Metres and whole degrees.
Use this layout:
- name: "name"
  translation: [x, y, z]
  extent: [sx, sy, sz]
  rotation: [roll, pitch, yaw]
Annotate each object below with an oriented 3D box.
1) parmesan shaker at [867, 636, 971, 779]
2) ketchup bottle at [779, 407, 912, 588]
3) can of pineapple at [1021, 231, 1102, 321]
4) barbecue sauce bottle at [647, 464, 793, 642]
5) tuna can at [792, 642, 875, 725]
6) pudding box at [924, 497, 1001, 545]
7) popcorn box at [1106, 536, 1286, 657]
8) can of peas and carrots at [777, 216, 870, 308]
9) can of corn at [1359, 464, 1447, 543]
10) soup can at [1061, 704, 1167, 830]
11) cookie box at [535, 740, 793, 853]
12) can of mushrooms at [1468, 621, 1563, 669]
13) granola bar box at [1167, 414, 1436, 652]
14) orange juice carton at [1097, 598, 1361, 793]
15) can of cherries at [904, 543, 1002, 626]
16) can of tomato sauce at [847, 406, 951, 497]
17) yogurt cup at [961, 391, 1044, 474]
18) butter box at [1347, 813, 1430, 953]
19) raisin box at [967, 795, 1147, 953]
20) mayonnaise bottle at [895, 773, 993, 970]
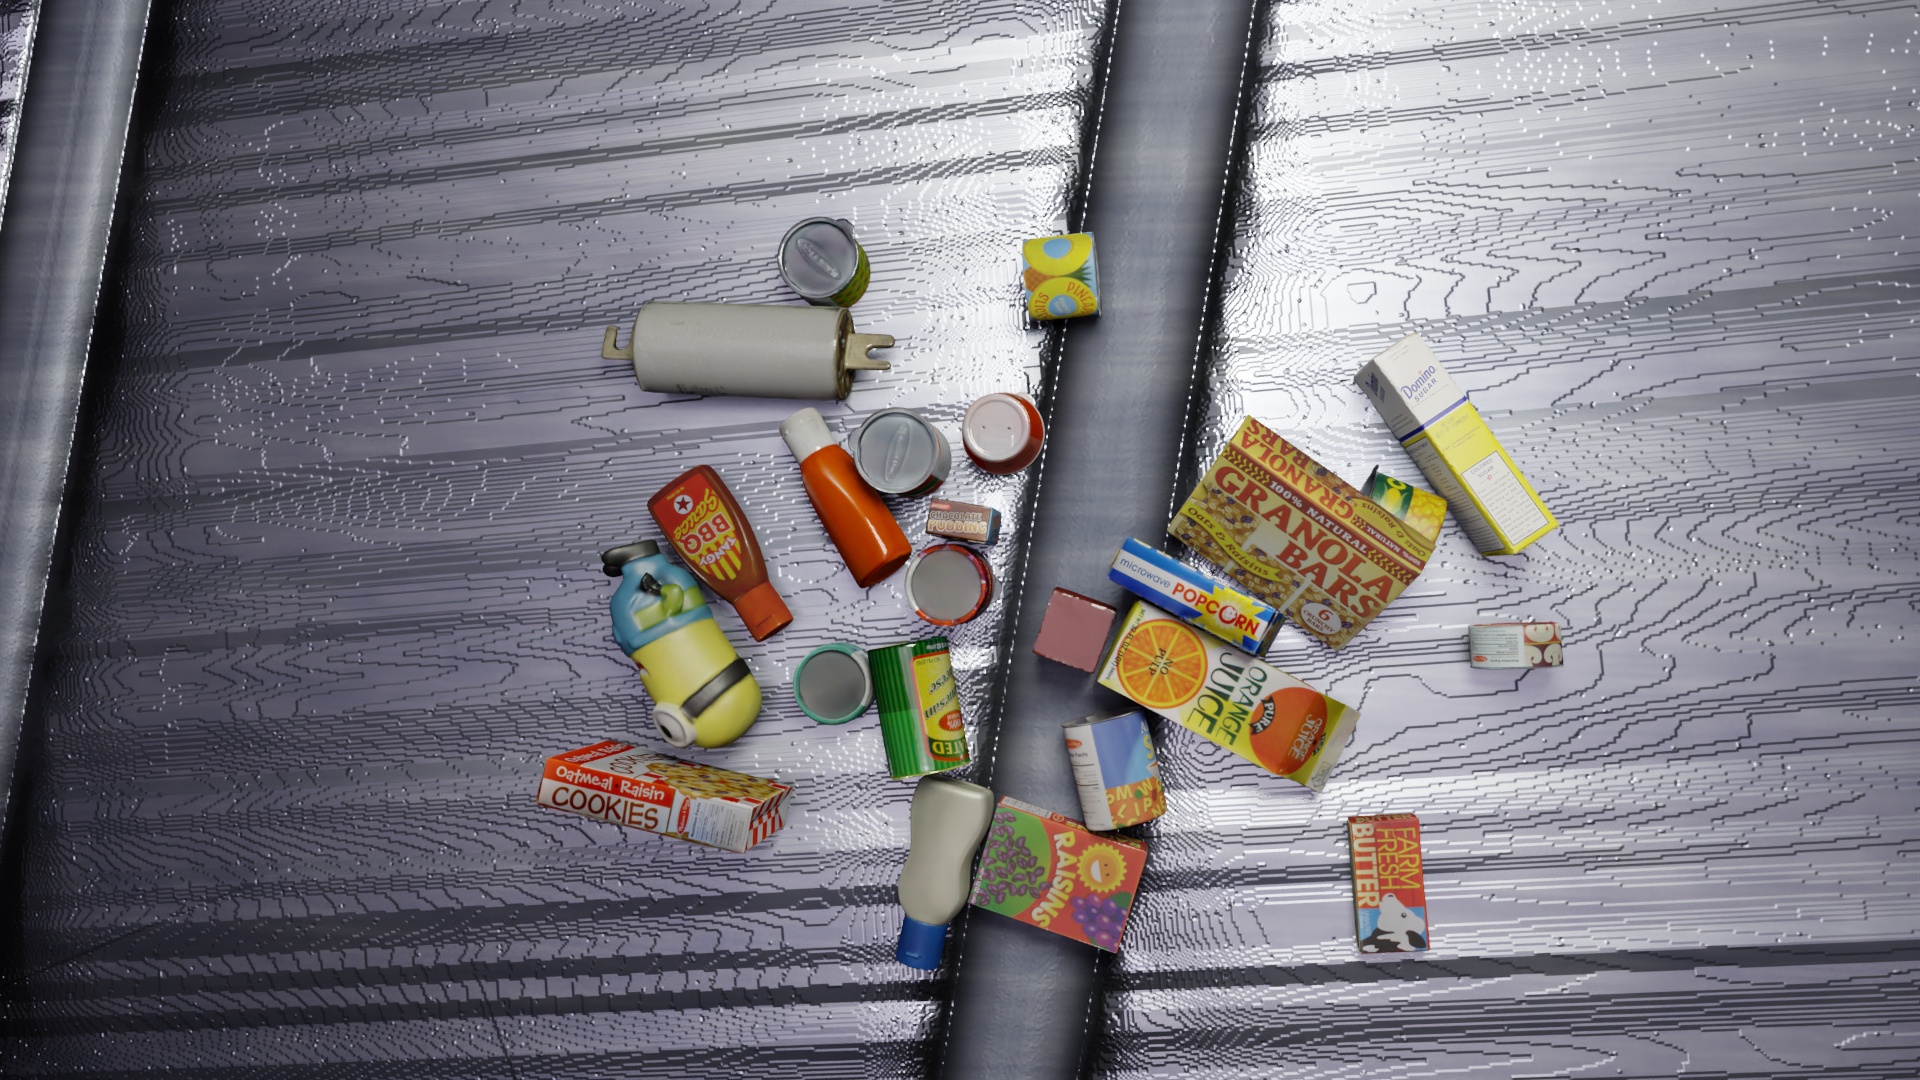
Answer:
- name: "parmesan shaker"
  translation: [-0.035, 0.132, 1.102]
  extent: [0.071, 0.071, 0.103]
  rotation: [-11, 87, 7]
- name: "ketchup bottle"
  translation: [-0.097, -0.037, 1.124]
  extent: [0.044, 0.064, 0.149]
  rotation: [-23, 76, -35]
- name: "can of pineapple"
  translation: [0.081, -0.208, 1.102]
  extent: [0.058, 0.071, 0.071]
  rotation: [-5, 88, 8]
- name: "barbecue sauce bottle"
  translation: [-0.192, 0.013, 1.141]
  extent: [0.065, 0.043, 0.148]
  rotation: [-35, 84, 4]
- name: "tuna can"
  translation: [-0.104, 0.117, 1.131]
  extent: [0.071, 0.033, 0.071]
  rotation: [0, 88, 7]
- name: "pudding box"
  translation: [0.004, -0.014, 1.096]
  extent: [0.050, 0.083, 0.030]
  rotation: [9, 89, 8]
- name: "popcorn box"
  translation: [0.181, 0.043, 1.060]
  extent: [0.127, 0.085, 0.038]
  rotation: [28, 92, 18]
- name: "can of peas and carrots"
  translation: [-0.109, -0.226, 1.132]
  extent: [0.071, 0.059, 0.071]
  rotation: [0, 88, 7]
- name: "can of corn"
  translation: [0.332, -0.015, 1.063]
  extent: [0.058, 0.071, 0.071]
  rotation: [24, 91, 7]
- name: "soup can"
  translation: [0.123, 0.176, 1.084]
  extent: [0.071, 0.071, 0.084]
  rotation: [-14, 87, 7]
- name: "cookie box"
  translation: [-0.231, 0.201, 1.098]
  extent: [0.167, 0.123, 0.040]
  rotation: [12, 89, 8]
- name: "can of mushrooms"
  translation: [0.421, 0.079, 1.050]
  extent: [0.071, 0.071, 0.033]
  rotation: [-3, 87, 7]
- name: "granola bar box"
  translation: [0.252, -0.002, 1.046]
  extent: [0.165, 0.123, 0.039]
  rotation: [36, 55, 7]
- name: "orange juice carton"
  translation: [0.206, 0.119, 1.071]
  extent: [0.193, 0.073, 0.072]
  rotation: [27, 92, 7]
- name: "can of cherries"
  translation: [-0.005, 0.035, 1.108]
  extent: [0.071, 0.058, 0.071]
  rotation: [0, 88, 8]
- name: "can of tomato sauce"
  translation: [-0.047, -0.068, 1.105]
  extent: [0.071, 0.083, 0.071]
  rotation: [0, 88, 7]
- name: "yogurt cup"
  translation: [0.032, -0.088, 1.111]
  extent: [0.072, 0.054, 0.072]
  rotation: [0, 89, 8]
- name: "butter box"
  translation: [0.330, 0.265, 1.074]
  extent: [0.053, 0.024, 0.103]
  rotation: [-4, 87, 8]
- name: "raisin box"
  translation: [0.078, 0.264, 1.099]
  extent: [0.123, 0.040, 0.086]
  rotation: [17, 89, 9]
- name: "mayonnaise bottle"
  translation: [-0.019, 0.265, 1.110]
  extent: [0.065, 0.041, 0.148]
  rotation: [13, 91, 19]
